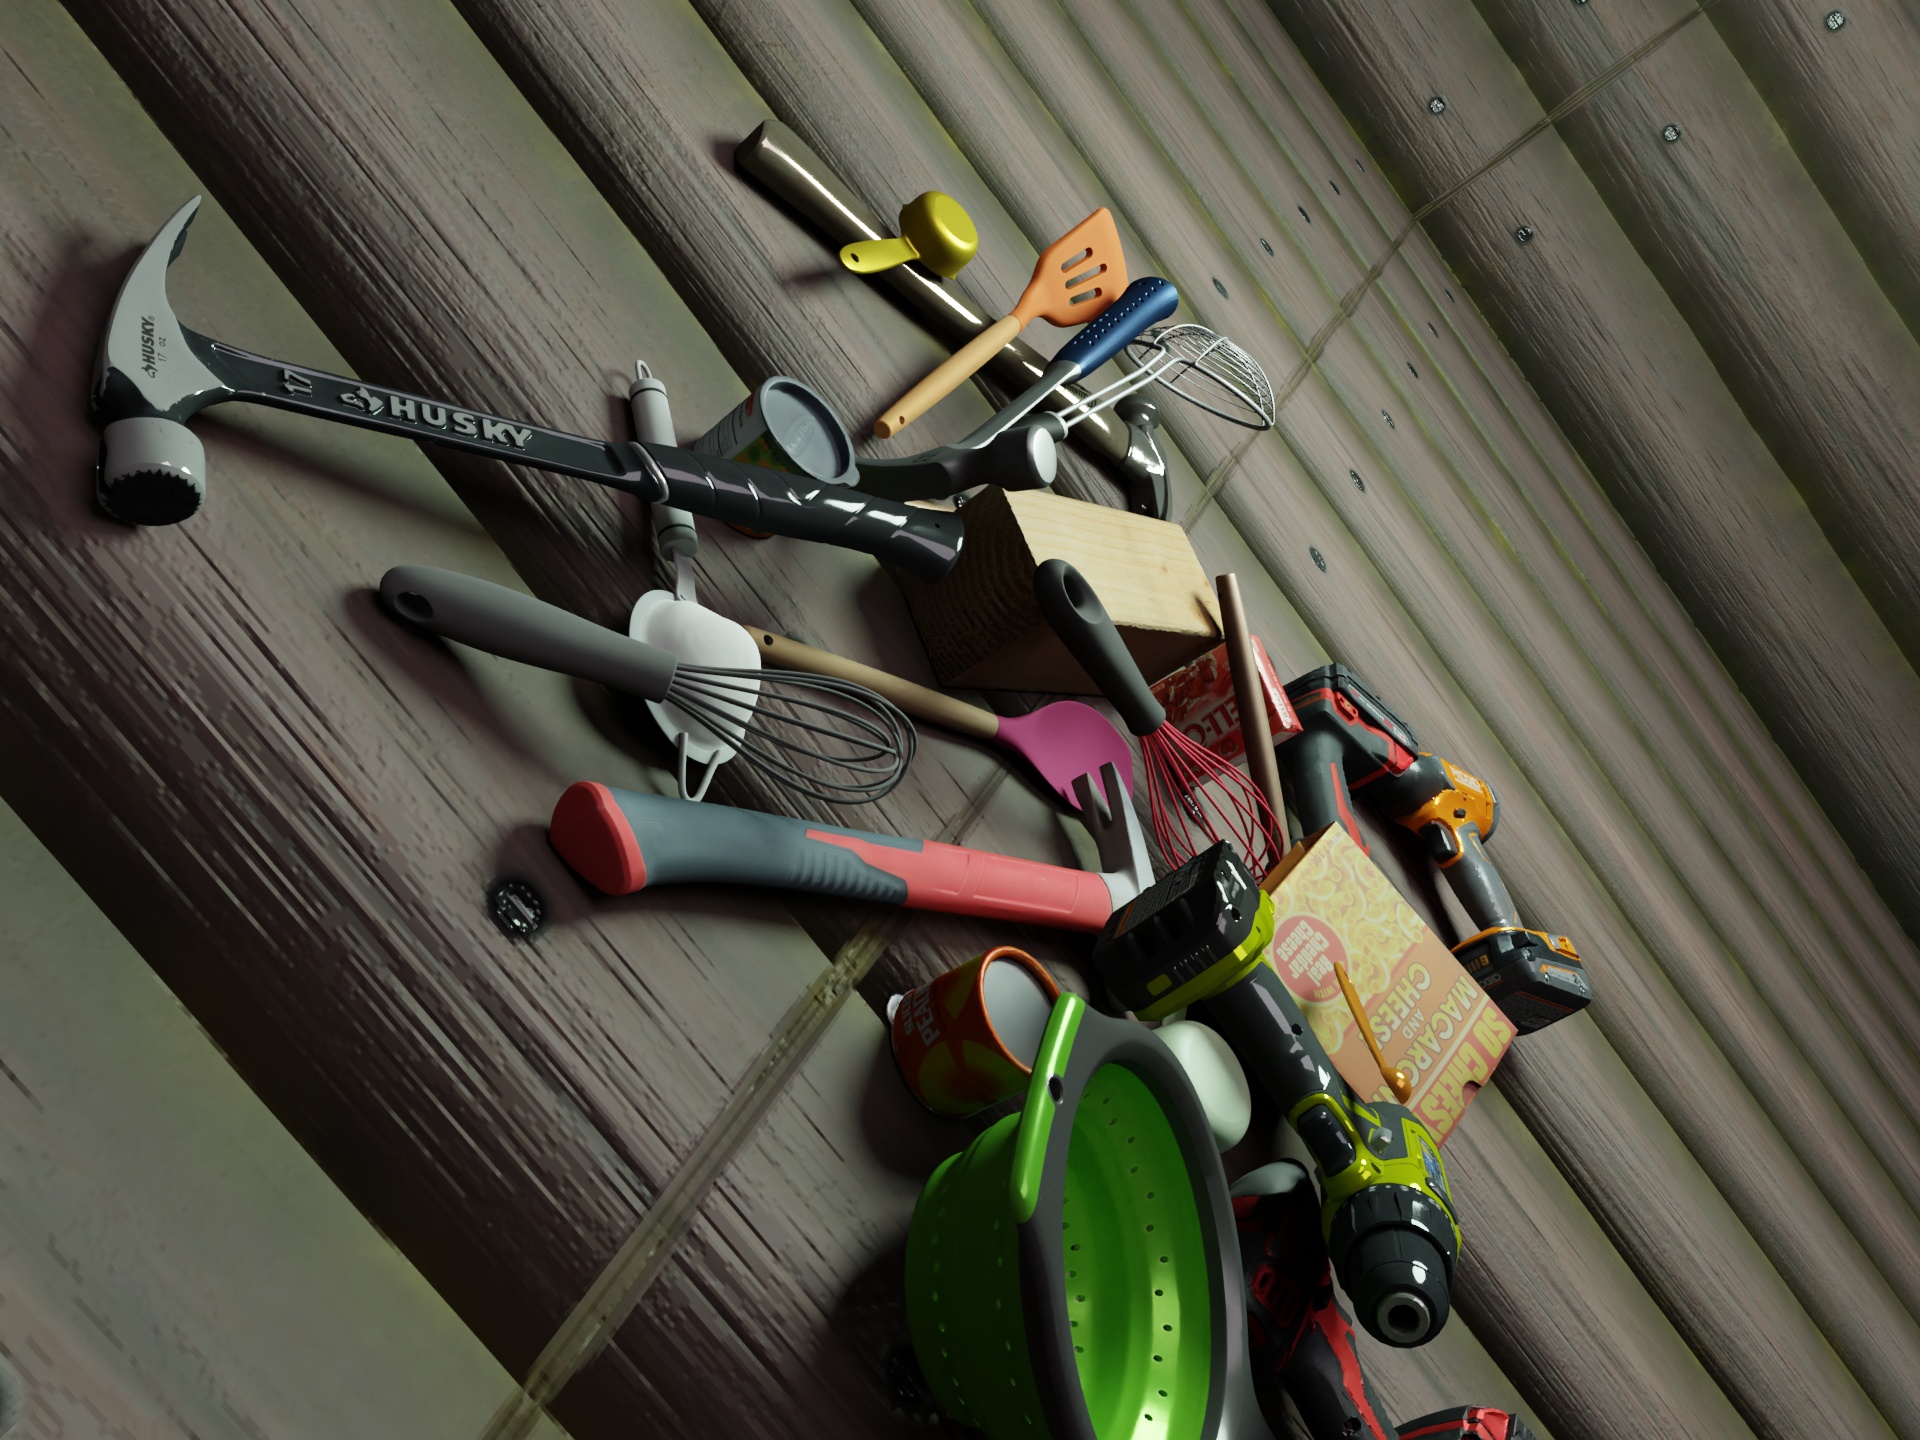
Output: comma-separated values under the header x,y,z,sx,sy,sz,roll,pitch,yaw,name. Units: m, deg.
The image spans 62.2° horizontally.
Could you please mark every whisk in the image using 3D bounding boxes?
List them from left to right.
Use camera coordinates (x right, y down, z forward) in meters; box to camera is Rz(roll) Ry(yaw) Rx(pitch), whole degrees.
x,y,z,sx,sy,sz,roll,pitch,yaw,name
-0.127,-0.017,0.678,0.238,0.055,0.055,20,45,-20,whisk
0.116,0.013,0.919,0.295,0.073,0.073,53,29,-37,whisk

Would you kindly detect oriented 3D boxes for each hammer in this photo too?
x,y,z,sx,sy,sz,roll,pitch,yaw,name
-0.161,-0.119,0.713,0.408,0.036,0.149,8,53,-39,hammer
-0.029,0.060,0.780,0.386,0.038,0.143,16,55,-46,hammer
0.009,-0.274,1.127,0.410,0.038,0.146,32,42,-34,hammer
0.055,-0.220,1.020,0.406,0.144,0.035,-49,129,-53,hammer

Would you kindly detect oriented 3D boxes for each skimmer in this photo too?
x,y,z,sx,sy,sz,roll,pitch,yaw,name
0.096,-0.198,1.108,0.127,0.090,0.363,32,44,25,skimmer

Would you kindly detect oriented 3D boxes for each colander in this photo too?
x,y,z,sx,sy,sz,roll,pitch,yaw,name
0.075,0.296,0.694,0.396,0.094,0.205,62,29,-27,colander

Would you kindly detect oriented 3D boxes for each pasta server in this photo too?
x,y,z,sx,sy,sz,roll,pitch,yaw,name
0.205,0.061,1.013,0.040,0.060,0.316,-11,90,-27,pasta server

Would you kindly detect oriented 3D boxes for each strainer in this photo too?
x,y,z,sx,sy,sz,roll,pitch,yaw,name
-0.134,-0.081,0.768,0.086,0.050,0.259,35,33,-54,strainer

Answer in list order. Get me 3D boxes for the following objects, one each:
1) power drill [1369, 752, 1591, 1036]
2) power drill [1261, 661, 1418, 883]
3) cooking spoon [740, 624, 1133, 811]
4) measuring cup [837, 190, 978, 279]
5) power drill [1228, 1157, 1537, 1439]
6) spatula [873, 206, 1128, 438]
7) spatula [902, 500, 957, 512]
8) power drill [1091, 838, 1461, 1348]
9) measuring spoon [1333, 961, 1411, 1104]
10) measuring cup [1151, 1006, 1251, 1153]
x,y,z,sx,sy,sz,roll,pitch,yaw,name
0.398,0.126,1.264,0.164,0.084,0.227,22,42,-42,power drill
0.292,0.091,1.155,0.187,0.080,0.227,37,40,-28,power drill
-0.001,-0.003,0.894,0.318,0.017,0.069,20,64,-44,cooking spoon
-0.034,-0.318,1.049,0.062,0.029,0.156,56,33,-4,measuring cup
0.203,0.338,0.826,0.219,0.078,0.143,53,32,-2,power drill
0.032,-0.261,1.080,0.323,0.041,0.081,-49,131,-46,spatula
0.048,-0.122,1.064,0.315,0.018,0.060,3,47,-52,spatula
0.163,0.182,0.780,0.228,0.080,0.190,54,13,2,power drill
0.215,0.159,0.830,0.021,0.011,0.117,52,13,-21,measuring spoon
0.135,0.172,0.906,0.083,0.038,0.168,41,38,-24,measuring cup
